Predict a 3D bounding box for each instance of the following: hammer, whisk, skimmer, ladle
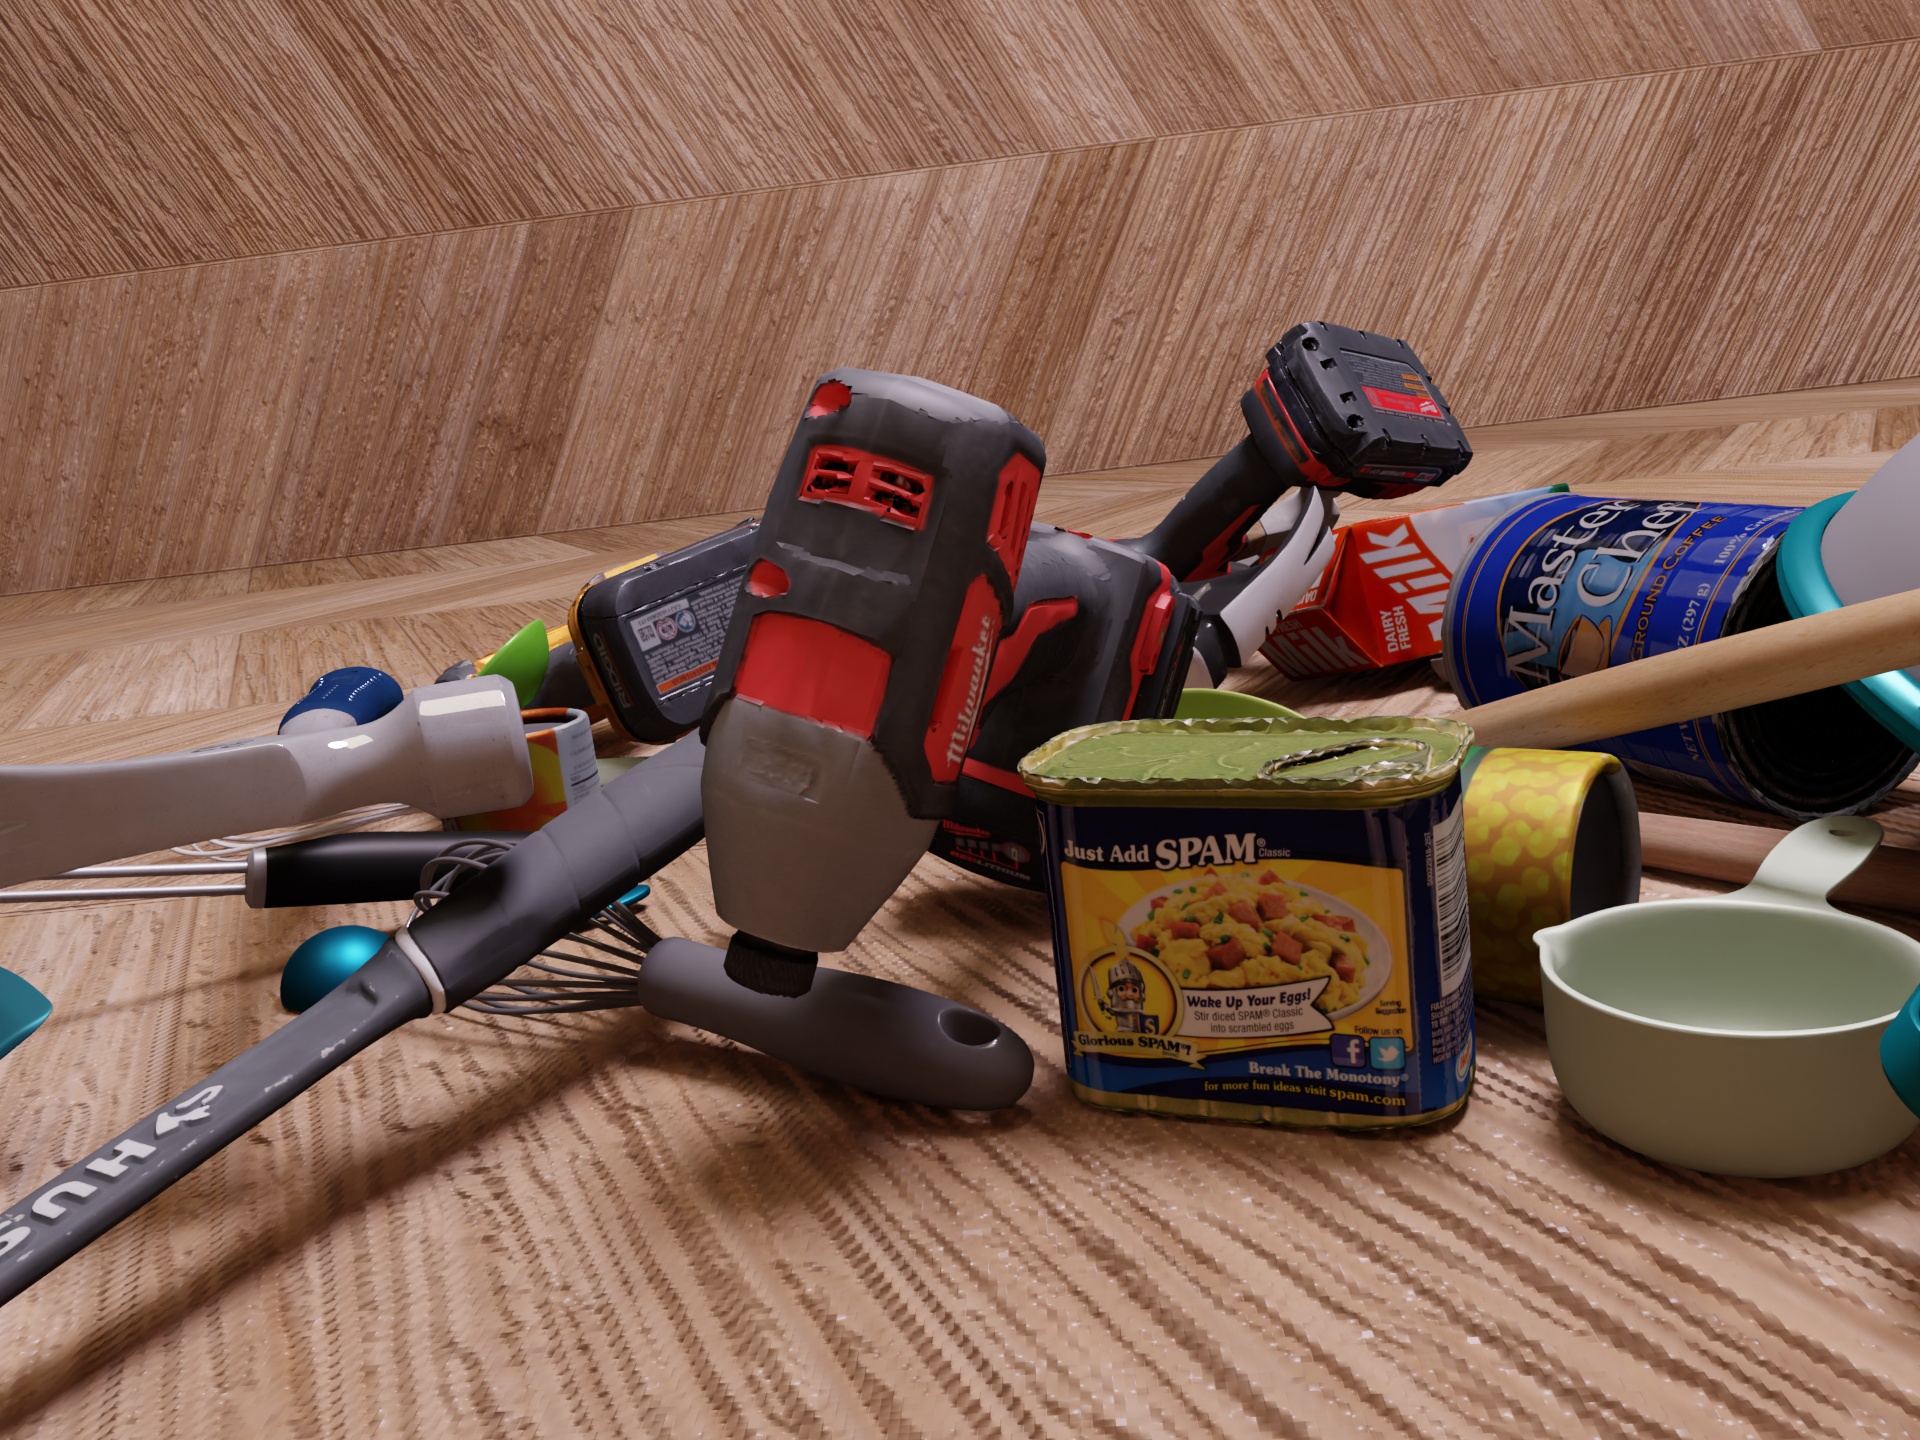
[{"bbox_3d":[-0.136,0.067,0.369,0.149,0.036,0.409,3,25,31],"label":"hammer"},{"bbox_3d":[-0.232,0.005,0.555,0.144,0.035,0.405,-10,6,-16],"label":"hammer"},{"bbox_3d":[-0.243,0.034,0.719,0.246,0.057,0.059,-3,47,3],"label":"whisk"},{"bbox_3d":[0.027,-0.070,0.825,0.337,0.034,0.127,6,42,46],"label":"hammer"},{"bbox_3d":[0.082,-0.084,1.001,0.331,0.031,0.130,-17,-24,-9],"label":"hammer"},{"bbox_3d":[-0.286,0.076,0.502,0.363,0.127,0.090,0,45,-29],"label":"skimmer"},{"bbox_3d":[-0.079,0.072,0.447,0.239,0.055,0.055,8,18,36],"label":"whisk"},{"bbox_3d":[0.149,-0.008,0.453,0.078,0.062,0.320,-5,-8,-25],"label":"ladle"}]

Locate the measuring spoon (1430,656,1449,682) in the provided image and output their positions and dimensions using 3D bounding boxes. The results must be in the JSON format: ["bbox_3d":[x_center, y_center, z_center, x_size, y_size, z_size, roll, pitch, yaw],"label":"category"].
[{"bbox_3d":[0.277,-0.031,0.798,0.124,0.018,0.034,-10,-4,-45],"label":"measuring spoon"}]

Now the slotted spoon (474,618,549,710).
[{"bbox_3d":[-0.274,-0.002,0.803,0.314,0.031,0.070,-11,37,55],"label":"slotted spoon"}]

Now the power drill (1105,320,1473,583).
[{"bbox_3d":[0.167,-0.113,0.887,0.187,0.080,0.226,-4,-27,-45],"label":"power drill"}]

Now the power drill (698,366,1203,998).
[{"bbox_3d":[-0.001,-0.001,0.441,0.078,0.143,0.219,17,2,18],"label":"power drill"}]

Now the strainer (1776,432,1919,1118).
[{"bbox_3d":[0.286,-0.018,0.354,0.211,0.095,0.340,36,41,29],"label":"strainer"}]

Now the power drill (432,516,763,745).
[{"bbox_3d":[-0.151,-0.042,0.821,0.185,0.084,0.226,-28,10,-36],"label":"power drill"}]

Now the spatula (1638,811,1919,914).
[{"bbox_3d":[0.215,0.037,0.498,0.060,0.018,0.316,-23,18,-33],"label":"spatula"}]

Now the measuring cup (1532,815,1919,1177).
[{"bbox_3d":[0.192,0.058,0.372,0.083,0.038,0.167,3,14,39],"label":"measuring cup"}]

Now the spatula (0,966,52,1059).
[{"bbox_3d":[-0.362,0.130,0.329,0.082,0.044,0.317,8,20,39],"label":"spatula"}]

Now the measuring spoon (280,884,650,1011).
[{"bbox_3d":[-0.169,0.069,0.549,0.128,0.021,0.042,-16,15,-29],"label":"measuring spoon"}]
